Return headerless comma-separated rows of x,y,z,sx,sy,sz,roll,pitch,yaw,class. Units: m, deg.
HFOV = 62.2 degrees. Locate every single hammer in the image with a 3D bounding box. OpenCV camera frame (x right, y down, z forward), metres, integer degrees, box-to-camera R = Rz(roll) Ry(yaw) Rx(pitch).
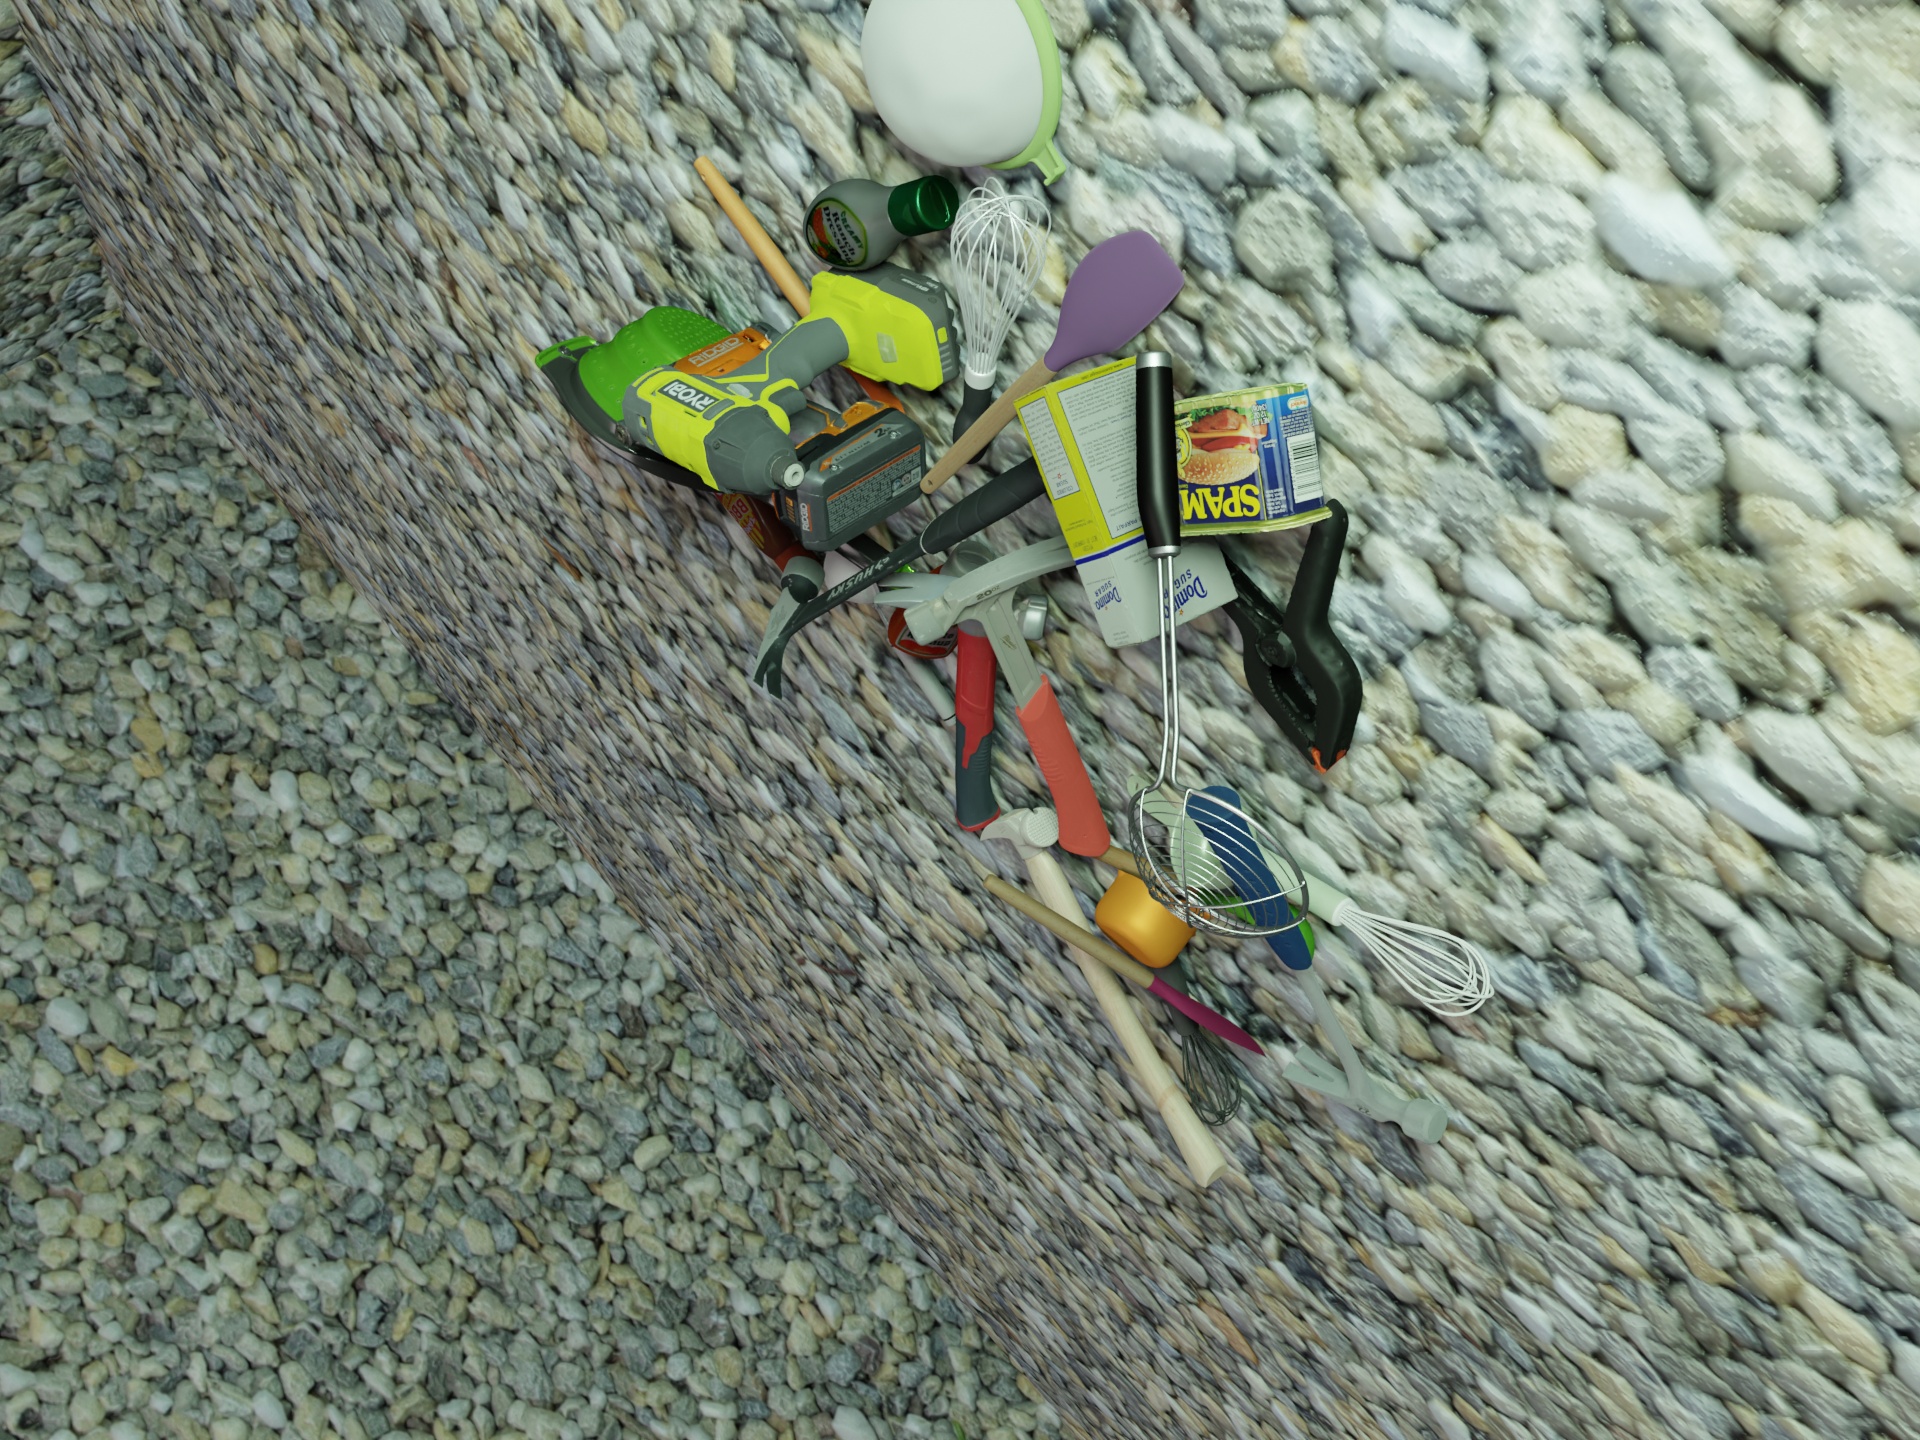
-0.002,-0.005,1.461,0.143,0.038,0.386,10,149,5,hammer
0.266,0.197,1.265,0.144,0.035,0.405,15,146,46,hammer
0.145,0.271,1.562,0.410,0.038,0.146,61,161,-3,hammer
-0.035,-0.134,1.243,0.036,0.149,0.409,36,142,-26,hammer
0.078,-0.002,1.340,0.358,0.149,0.037,63,-176,-47,hammer

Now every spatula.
0.048,-0.237,1.104,0.060,0.018,0.316,49,144,-3,spatula
-0.123,-0.321,1.296,0.322,0.041,0.081,54,155,-3,spatula

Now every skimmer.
0.150,-0.043,0.986,0.127,0.090,0.363,-3,90,53,skimmer

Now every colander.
-0.179,-0.254,1.412,0.397,0.204,0.094,34,119,-1,colander

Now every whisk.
0.223,0.296,1.542,0.055,0.055,0.238,11,129,53,whisk
0.302,0.151,1.226,0.247,0.059,0.057,32,112,41,whisk
0.017,-0.267,1.125,0.070,0.070,0.284,43,158,16,whisk

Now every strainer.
-0.067,-0.085,1.518,0.258,0.050,0.087,55,170,-15,strainer
-0.020,-0.437,0.942,0.152,0.069,0.256,33,150,33,strainer

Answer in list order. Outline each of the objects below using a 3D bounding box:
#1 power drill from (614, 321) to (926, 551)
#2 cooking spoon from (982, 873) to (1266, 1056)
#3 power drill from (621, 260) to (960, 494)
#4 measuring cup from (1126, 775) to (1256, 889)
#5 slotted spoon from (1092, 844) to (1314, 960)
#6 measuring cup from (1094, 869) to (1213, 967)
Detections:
-0.155,-0.224,1.253,0.227,0.164,0.084,37,147,31,power drill
0.154,0.227,1.462,0.318,0.017,0.069,33,-179,-12,cooking spoon
-0.112,-0.247,1.163,0.171,0.223,0.080,31,148,36,power drill
0.189,0.083,1.318,0.168,0.038,0.083,43,117,60,measuring cup
0.195,0.144,1.404,0.314,0.031,0.070,20,144,50,slotted spoon
0.175,0.183,1.411,0.095,0.052,0.173,41,169,-8,measuring cup
